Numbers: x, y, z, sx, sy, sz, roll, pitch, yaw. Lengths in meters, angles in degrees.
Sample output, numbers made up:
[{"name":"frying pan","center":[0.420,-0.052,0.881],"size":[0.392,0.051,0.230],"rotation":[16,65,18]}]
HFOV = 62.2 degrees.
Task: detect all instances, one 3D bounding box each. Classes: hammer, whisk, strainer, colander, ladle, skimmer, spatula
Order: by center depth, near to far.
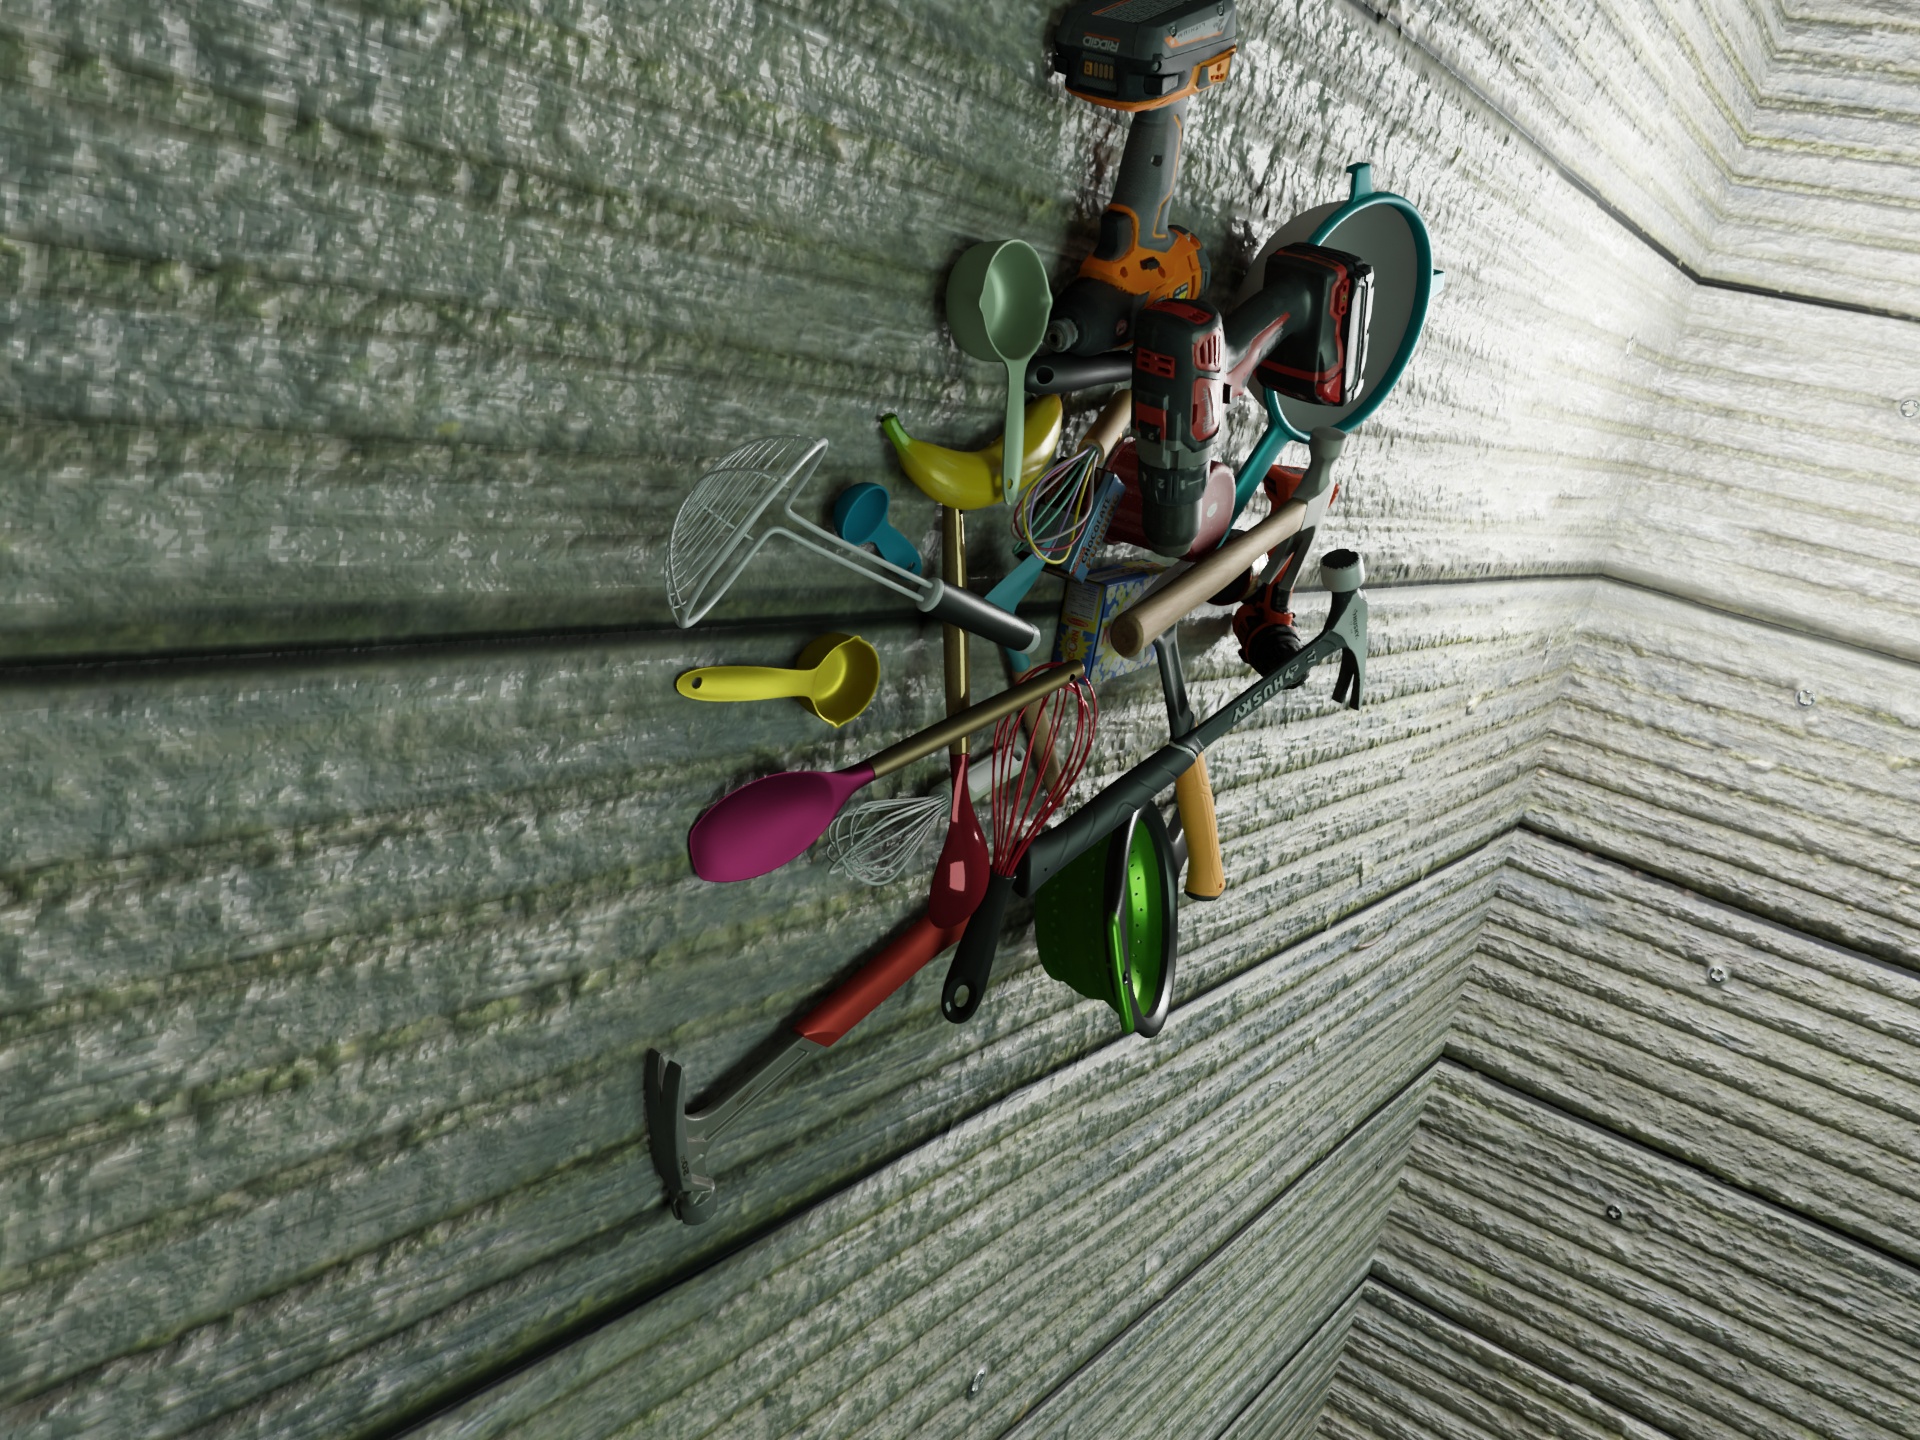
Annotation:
[{"name":"skimmer","center":[-0.039,-0.076,0.960],"size":[0.127,0.090,0.363],"rotation":[-52,145,13]},{"name":"ladle","center":[-0.002,-0.004,1.107],"size":[0.069,0.031,0.315],"rotation":[-21,113,-56]},{"name":"whisk","center":[0.087,-0.177,1.130],"size":[0.051,0.047,0.245],"rotation":[-54,-178,40]},{"name":"hammer","center":[-0.084,0.201,1.152],"size":[0.359,0.037,0.149],"rotation":[-36,137,-42]},{"name":"whisk","center":[-0.018,0.061,1.161],"size":[0.059,0.058,0.246],"rotation":[-45,170,35]},{"name":"whisk","center":[0.119,-0.264,1.170],"size":[0.239,0.055,0.055],"rotation":[-20,125,-45]},{"name":"whisk","center":[0.036,0.095,1.188],"size":[0.073,0.073,0.295],"rotation":[-7,117,-56]},{"name":"spatula","center":[0.058,-0.020,1.229],"size":[0.082,0.044,0.317],"rotation":[-43,144,-19]},{"name":"hammer","center":[0.214,-0.126,1.260],"size":[0.331,0.031,0.130],"rotation":[-35,142,-44]},{"name":"hammer","center":[0.196,0.018,1.305],"size":[0.409,0.036,0.149],"rotation":[-35,129,-23]},{"name":"strainer","center":[0.264,-0.293,1.348],"size":[0.210,0.095,0.340],"rotation":[25,98,-51]},{"name":"hammer","center":[0.198,0.023,1.376],"size":[0.127,0.034,0.336],"rotation":[-45,136,-34]},{"name":"colander","center":[0.147,0.142,1.443],"size":[0.397,0.094,0.204],"rotation":[-47,131,-63]}]

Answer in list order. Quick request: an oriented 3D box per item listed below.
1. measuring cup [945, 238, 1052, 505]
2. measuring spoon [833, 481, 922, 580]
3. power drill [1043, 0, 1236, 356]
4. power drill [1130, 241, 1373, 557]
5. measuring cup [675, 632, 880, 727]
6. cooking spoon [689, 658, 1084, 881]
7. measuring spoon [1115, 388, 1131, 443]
[{"name":"measuring cup","center":[0.021,-0.223,1.025],"size":[0.083,0.038,0.167],"rotation":[-21,117,-51]},{"name":"measuring spoon","center":[-0.053,-0.119,1.023],"size":[0.042,0.021,0.128],"rotation":[-54,158,-3]},{"name":"power drill","center":[0.112,-0.359,1.067],"size":[0.164,0.084,0.226],"rotation":[-40,143,-38]},{"name":"power drill","center":[0.205,-0.238,1.165],"size":[0.227,0.080,0.187],"rotation":[-34,136,-35]},{"name":"measuring cup","center":[-0.116,-0.027,0.977],"size":[0.156,0.029,0.062],"rotation":[-2,111,-45]},{"name":"cooking spoon","center":[-0.040,0.023,1.055],"size":[0.319,0.017,0.068],"rotation":[-26,125,-29]},{"name":"measuring spoon","center":[0.144,-0.259,1.246],"size":[0.117,0.011,0.021],"rotation":[-56,148,-20]}]
